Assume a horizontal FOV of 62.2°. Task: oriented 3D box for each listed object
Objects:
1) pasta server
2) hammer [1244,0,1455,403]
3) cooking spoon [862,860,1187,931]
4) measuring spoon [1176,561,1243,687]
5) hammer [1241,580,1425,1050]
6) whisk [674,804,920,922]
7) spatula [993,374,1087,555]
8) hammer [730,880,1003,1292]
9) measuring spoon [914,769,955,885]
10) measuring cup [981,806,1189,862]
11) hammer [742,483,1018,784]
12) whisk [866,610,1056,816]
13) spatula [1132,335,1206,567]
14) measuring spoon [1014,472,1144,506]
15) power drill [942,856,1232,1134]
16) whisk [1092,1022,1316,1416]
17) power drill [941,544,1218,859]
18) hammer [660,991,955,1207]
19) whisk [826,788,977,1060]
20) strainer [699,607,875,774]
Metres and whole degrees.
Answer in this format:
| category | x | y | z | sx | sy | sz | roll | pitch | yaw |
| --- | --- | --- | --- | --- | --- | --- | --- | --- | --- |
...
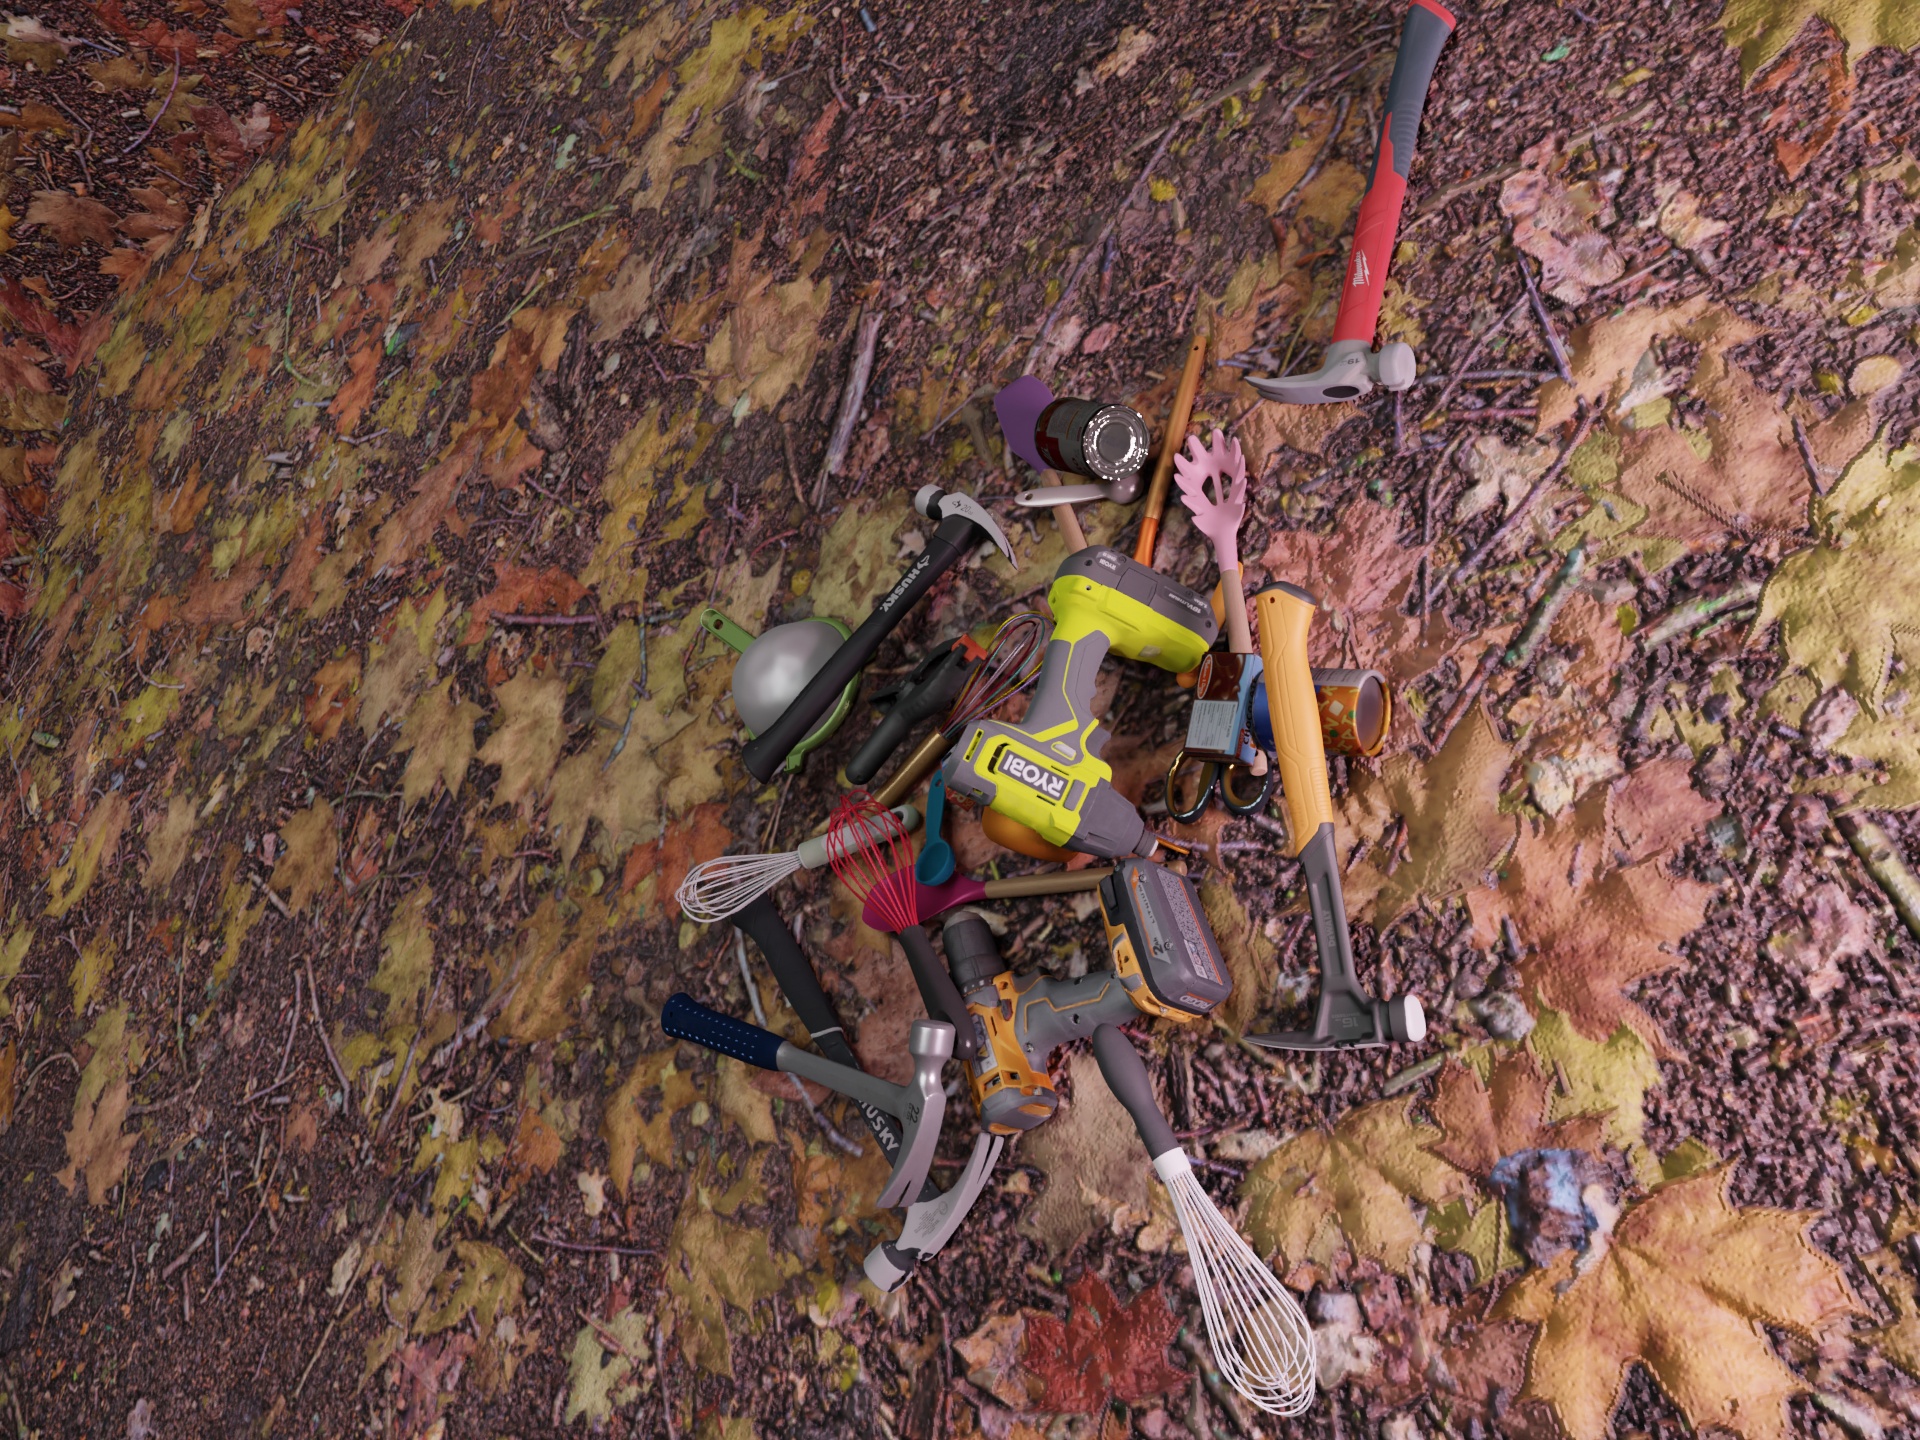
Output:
| category | x | y | z | sx | sy | sz | roll | pitch | yaw |
| --- | --- | --- | --- | --- | --- | --- | --- | --- | --- |
| pasta server | 0.219 | -0.100 | 1.289 | 0.060 | 0.040 | 0.316 | -13 | 58 | 18 |
| hammer | 0.350 | -0.451 | 1.369 | 0.143 | 0.038 | 0.386 | 2 | 70 | 41 |
| cooking spoon | 0.045 | 0.140 | 1.333 | 0.319 | 0.017 | 0.069 | -11 | 46 | 34 |
| measuring spoon | 0.206 | -0.081 | 1.319 | 0.021 | 0.011 | 0.117 | 19 | 81 | 42 |
| hammer | 0.244 | 0.066 | 1.142 | 0.127 | 0.034 | 0.337 | -13 | 77 | 34 |
| whisk | -0.150 | 0.126 | 1.452 | 0.246 | 0.059 | 0.058 | -21 | 61 | 12 |
| spatula | 0.090 | -0.211 | 1.471 | 0.060 | 0.018 | 0.316 | -30 | 52 | 18 |
| hammer | -0.104 | 0.280 | 1.373 | 0.149 | 0.036 | 0.409 | -47 | 48 | 9 |
| measuring spoon | -0.017 | 0.095 | 1.400 | 0.042 | 0.021 | 0.129 | -31 | 36 | 30 |
| measuring cup | 0.097 | 0.097 | 1.285 | 0.174 | 0.095 | 0.052 | 21 | 94 | 23 |
| hammer | -0.084 | -0.075 | 1.491 | 0.335 | 0.035 | 0.146 | -50 | 46 | -8 |
| whisk | -0.004 | -0.006 | 1.429 | 0.245 | 0.047 | 0.051 | -48 | 49 | 14 |
| spatula | 0.171 | -0.199 | 1.385 | 0.081 | 0.041 | 0.323 | 11 | 73 | 18 |
| measuring spoon | 0.105 | -0.210 | 1.440 | 0.124 | 0.018 | 0.034 | -4 | 59 | 23 |
| power drill | 0.082 | 0.193 | 1.241 | 0.226 | 0.084 | 0.186 | -37 | 50 | 25 |
| whisk | 0.161 | 0.333 | 1.087 | 0.070 | 0.070 | 0.285 | -37 | 63 | 19 |
| power drill | 0.107 | -0.009 | 1.248 | 0.171 | 0.080 | 0.223 | 27 | 70 | -1 |
| hammer | -0.145 | 0.292 | 1.344 | 0.406 | 0.035 | 0.144 | 3 | 83 | 52 |
| whisk | -0.047 | 0.164 | 1.314 | 0.073 | 0.073 | 0.296 | -43 | 45 | 14 |
| strainer | -0.207 | -0.066 | 1.601 | 0.257 | 0.069 | 0.151 | 35 | 92 | 41 |
